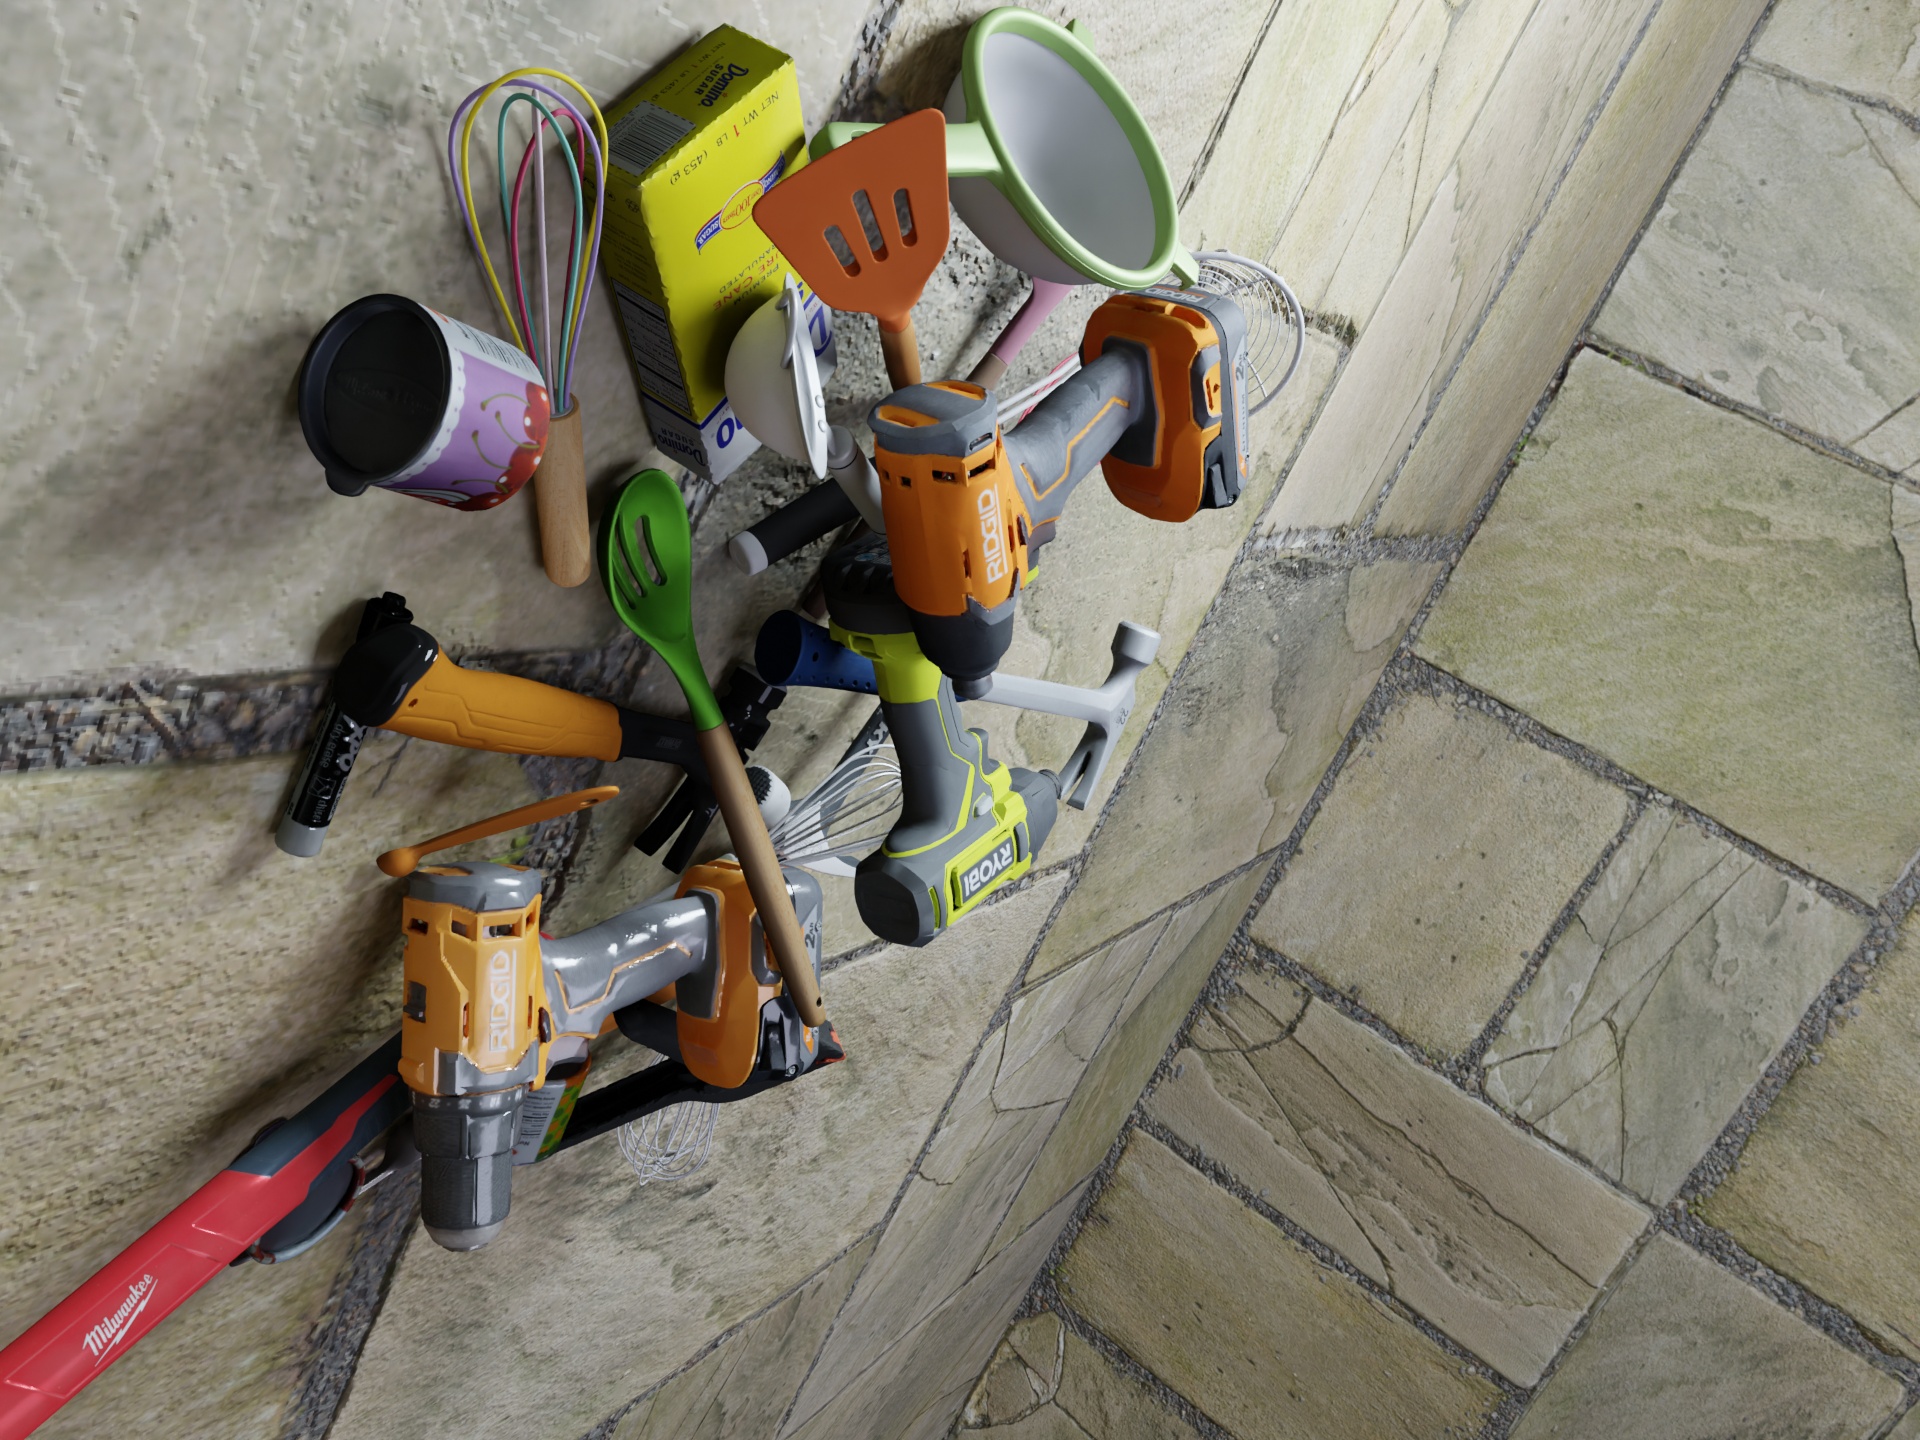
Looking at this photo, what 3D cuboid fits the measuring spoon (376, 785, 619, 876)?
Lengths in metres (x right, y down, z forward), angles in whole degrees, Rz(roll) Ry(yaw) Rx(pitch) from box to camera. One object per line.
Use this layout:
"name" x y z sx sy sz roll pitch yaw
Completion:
"measuring spoon" -0.214 0.052 0.739 0.117 0.011 0.021 -18 162 -2

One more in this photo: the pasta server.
"pasta server" 0.000 -0.193 0.932 0.316 0.040 0.060 -53 159 2

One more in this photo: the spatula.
"spatula" -0.034 -0.190 0.741 0.081 0.041 0.322 -28 179 0

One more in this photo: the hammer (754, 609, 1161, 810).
"hammer" 0.009 -0.018 1.042 0.405 0.035 0.144 8 105 -56

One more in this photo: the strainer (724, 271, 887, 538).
"strainer" -0.062 -0.128 0.738 0.258 0.050 0.087 49 33 -72

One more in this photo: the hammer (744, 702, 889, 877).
"hammer" 0.004 -0.072 1.065 0.409 0.036 0.149 -55 143 -13

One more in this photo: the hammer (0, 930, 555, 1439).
"hammer" -0.325 0.200 0.725 0.386 0.038 0.143 -44 118 -49

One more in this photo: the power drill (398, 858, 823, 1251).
"power drill" -0.181 0.162 0.822 0.226 0.084 0.185 1 92 -46

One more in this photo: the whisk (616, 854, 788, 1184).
"whisk" -0.166 0.193 1.077 0.070 0.070 0.284 -6 121 -63

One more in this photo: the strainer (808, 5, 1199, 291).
"strainer" 0.005 -0.255 0.753 0.069 0.151 0.256 -25 179 42

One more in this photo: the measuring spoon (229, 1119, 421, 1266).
"measuring spoon" -0.331 0.247 0.843 0.124 0.034 0.018 -30 104 -40

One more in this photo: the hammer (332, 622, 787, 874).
"hammer" -0.186 0.010 0.768 0.127 0.034 0.336 -59 163 3

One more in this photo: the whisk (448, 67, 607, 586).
"whisk" -0.160 -0.143 0.632 0.047 0.051 0.244 -48 161 -36

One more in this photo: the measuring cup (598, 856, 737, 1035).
"measuring cup" -0.176 0.148 1.001 0.173 0.052 0.095 -26 122 -10

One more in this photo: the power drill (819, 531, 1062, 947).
"power drill" -0.001 -0.003 0.922 0.171 0.080 0.223 -34 125 -45

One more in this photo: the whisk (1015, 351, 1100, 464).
"whisk" 0.030 -0.155 1.000 0.296 0.073 0.073 -41 154 -22

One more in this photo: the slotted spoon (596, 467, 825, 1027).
"slotted spoon" -0.119 0.025 0.793 0.070 0.031 0.313 -51 131 -53

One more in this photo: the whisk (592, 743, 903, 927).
"whisk" -0.126 0.085 0.948 0.246 0.059 0.058 -28 -168 -17

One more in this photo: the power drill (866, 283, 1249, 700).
"power drill" 0.053 -0.119 0.820 0.226 0.084 0.164 -34 131 -33

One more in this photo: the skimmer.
"skimmer" 0.040 -0.160 0.895 0.363 0.090 0.127 -33 144 -25
